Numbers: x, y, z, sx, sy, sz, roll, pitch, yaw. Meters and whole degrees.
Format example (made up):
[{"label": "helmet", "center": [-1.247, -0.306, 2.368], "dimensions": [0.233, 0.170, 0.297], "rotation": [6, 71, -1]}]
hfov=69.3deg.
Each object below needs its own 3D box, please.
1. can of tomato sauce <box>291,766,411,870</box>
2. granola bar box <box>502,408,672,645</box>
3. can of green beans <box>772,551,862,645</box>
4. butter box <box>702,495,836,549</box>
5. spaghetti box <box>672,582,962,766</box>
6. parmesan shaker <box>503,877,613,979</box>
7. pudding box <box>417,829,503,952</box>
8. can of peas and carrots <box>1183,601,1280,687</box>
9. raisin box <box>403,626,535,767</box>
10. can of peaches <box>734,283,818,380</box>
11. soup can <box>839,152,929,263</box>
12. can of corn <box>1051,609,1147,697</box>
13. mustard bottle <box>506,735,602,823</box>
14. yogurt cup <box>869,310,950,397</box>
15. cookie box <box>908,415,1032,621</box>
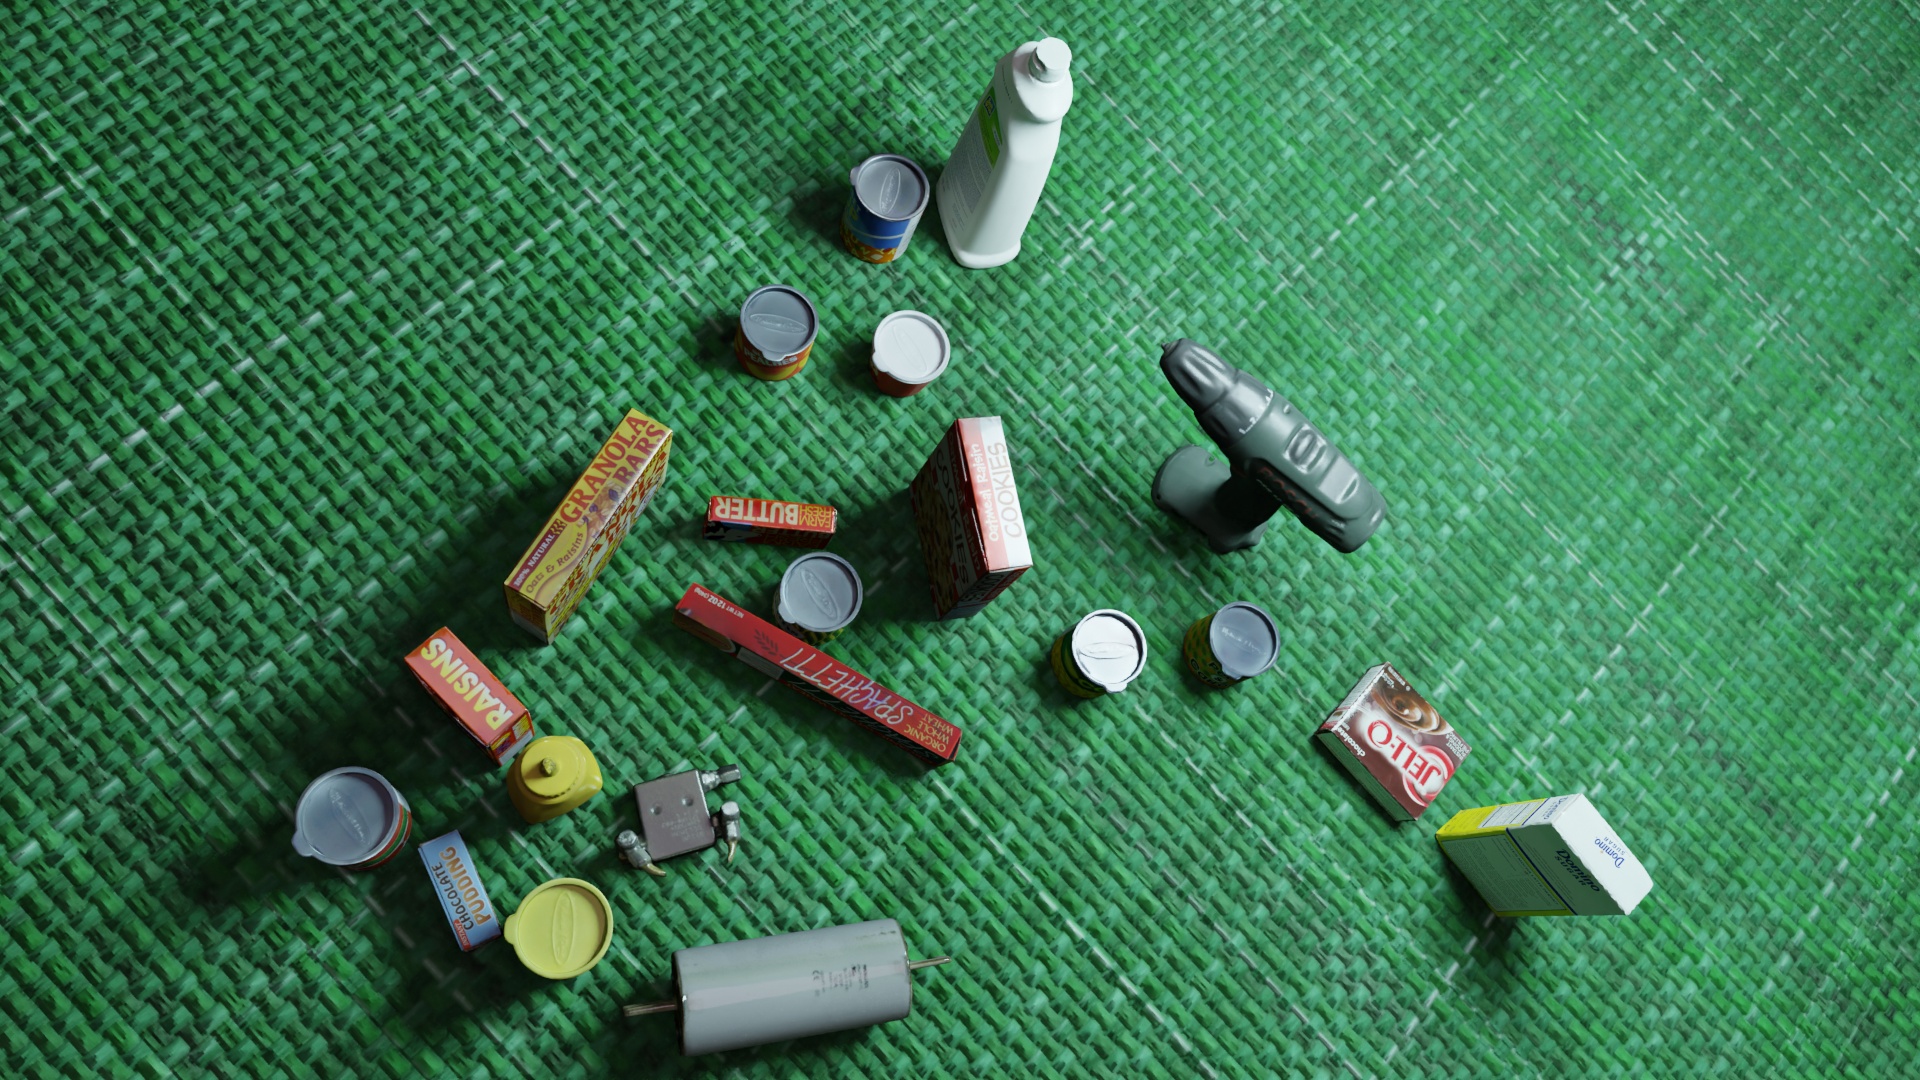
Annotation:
[{"label": "can of tomato sauce", "center": [-0.429, 0.200, 0.983], "dimensions": [0.071, 0.083, 0.071], "rotation": [4, 73, -14]}, {"label": "granola bar box", "center": [-0.285, -0.010, 1.064], "dimensions": [0.039, 0.123, 0.166], "rotation": [32, 68, -4]}, {"label": "can of green beans", "center": [-0.117, 0.048, 1.127], "dimensions": [0.071, 0.057, 0.071], "rotation": [4, 73, -14]}, {"label": "butter box", "center": [-0.157, -0.014, 1.138], "dimensions": [0.103, 0.053, 0.024], "rotation": [5, 73, -14]}, {"label": "spaghetti box", "center": [-0.114, 0.110, 1.113], "dimensions": [0.250, 0.050, 0.029], "rotation": [29, 69, -5]}, {"label": "parmesan shaker", "center": [-0.285, 0.276, 0.987], "dimensions": [0.071, 0.102, 0.071], "rotation": [4, 73, -14]}, {"label": "pudding box", "center": [-0.360, 0.253, 1.003], "dimensions": [0.030, 0.049, 0.084], "rotation": [-24, 81, -20]}, {"label": "can of peas and carrots", "center": [0.235, 0.094, 1.208], "dimensions": [0.071, 0.058, 0.071], "rotation": [4, 73, -14]}, {"label": "raisin box", "center": [-0.354, 0.116, 1.007], "dimensions": [0.086, 0.123, 0.040], "rotation": [46, 68, 2]}, {"label": "can of peaches", "center": [-0.158, -0.174, 1.184], "dimensions": [0.071, 0.058, 0.071], "rotation": [4, 73, -14]}, {"label": "soup can", "center": [-0.071, -0.294, 1.231], "dimensions": [0.071, 0.083, 0.071], "rotation": [4, 73, -14]}, {"label": "can of corn", "center": [0.117, 0.099, 1.175], "dimensions": [0.071, 0.058, 0.071], "rotation": [4, 73, -14]}, {"label": "mustard bottle", "center": [-0.290, 0.167, 0.989], "dimensions": [0.065, 0.159, 0.049], "rotation": [-27, 82, -21]}, {"label": "yogurt cup", "center": [-0.048, -0.160, 1.212], "dimensions": [0.072, 0.053, 0.072], "rotation": [4, 73, -14]}, {"label": "cookie box", "center": [0.004, -0.014, 1.120], "dimensions": [0.040, 0.167, 0.123], "rotation": [-8, 76, -17]}]
